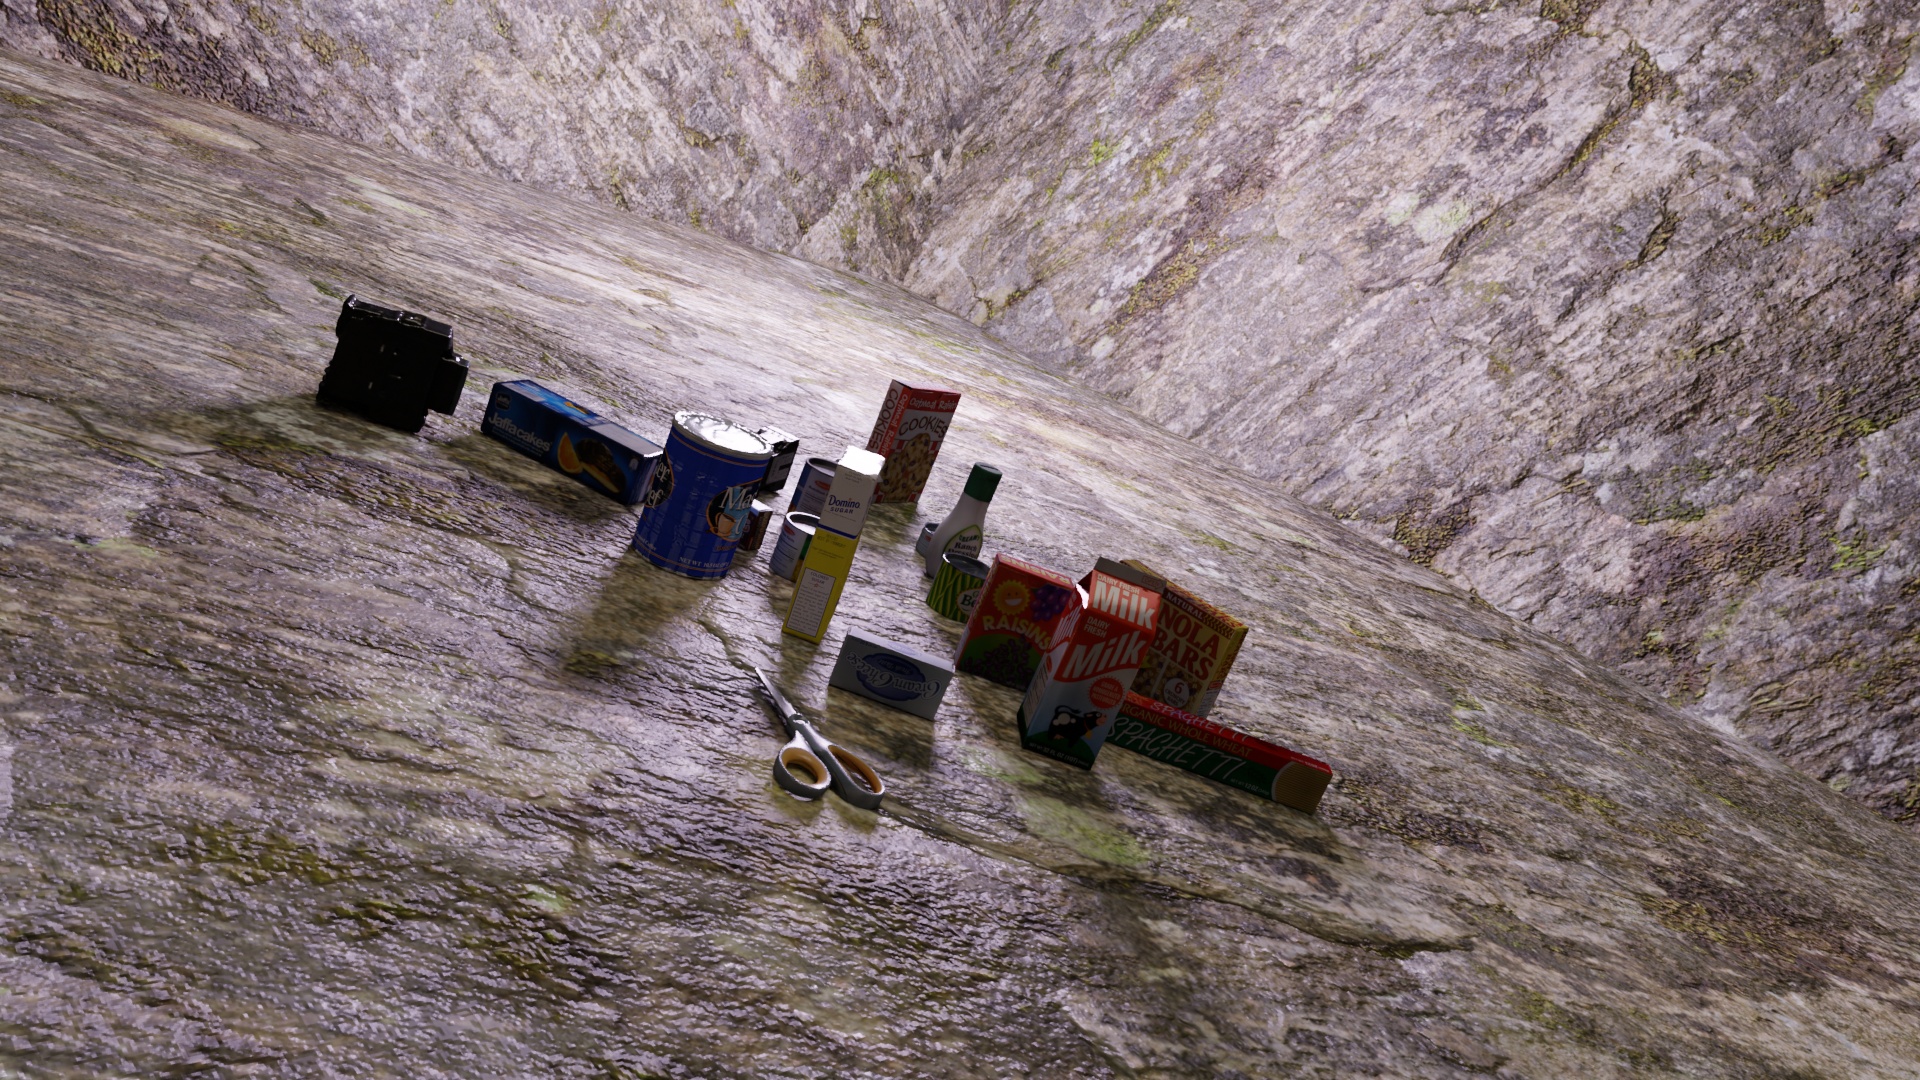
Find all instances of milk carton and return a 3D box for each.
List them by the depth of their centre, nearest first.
[{"bbox_3d":[0.123,0.110,1.301,0.072,0.190,0.074,20,15,-8],"label":"milk carton"}]

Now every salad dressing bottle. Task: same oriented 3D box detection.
[{"bbox_3d":[0.006,-0.021,1.653,0.064,0.147,0.044,11,19,-36],"label":"salad dressing bottle"}]

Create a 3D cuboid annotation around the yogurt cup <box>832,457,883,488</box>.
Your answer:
[{"bbox_3d":[-0.142,-0.069,1.784,0.072,0.053,0.072,21,15,-6],"label":"yogurt cup"}]

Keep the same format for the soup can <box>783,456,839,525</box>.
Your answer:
[{"bbox_3d":[-0.164,-0.048,1.629,0.071,0.083,0.071,21,15,-6],"label":"soup can"}]

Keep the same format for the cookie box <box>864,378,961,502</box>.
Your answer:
[{"bbox_3d":[-0.073,-0.133,1.881,0.040,0.167,0.123,30,17,27],"label":"cookie box"}]

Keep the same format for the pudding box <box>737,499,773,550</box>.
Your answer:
[{"bbox_3d":[-0.249,-0.029,1.514,0.084,0.049,0.030,29,16,22],"label":"pudding box"}]

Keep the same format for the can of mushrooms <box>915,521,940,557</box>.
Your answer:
[{"bbox_3d":[-0.019,0.006,1.741,0.071,0.033,0.071,21,16,-6],"label":"can of mushrooms"}]

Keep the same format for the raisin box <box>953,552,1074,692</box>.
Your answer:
[{"bbox_3d":[0.054,0.084,1.416,0.086,0.123,0.040,20,15,-9],"label":"raisin box"}]

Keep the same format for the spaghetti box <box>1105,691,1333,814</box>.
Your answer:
[{"bbox_3d":[0.252,0.211,1.402,0.250,0.050,0.029,20,15,-7],"label":"spaghetti box"}]

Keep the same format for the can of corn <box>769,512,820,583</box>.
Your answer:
[{"bbox_3d":[-0.162,0.010,1.485,0.071,0.058,0.071,21,15,-6],"label":"can of corn"}]

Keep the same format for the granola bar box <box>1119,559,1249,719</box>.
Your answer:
[{"bbox_3d":[0.226,0.112,1.555,0.166,0.124,0.039,34,19,35],"label":"granola bar box"}]

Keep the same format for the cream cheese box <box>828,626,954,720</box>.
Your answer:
[{"bbox_3d":[-0.062,0.121,1.263,0.104,0.053,0.024,20,15,-7],"label":"cream cheese box"}]

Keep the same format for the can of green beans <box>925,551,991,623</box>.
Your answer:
[{"bbox_3d":[0.001,0.053,1.567,0.071,0.057,0.071,21,15,-6],"label":"can of green beans"}]
